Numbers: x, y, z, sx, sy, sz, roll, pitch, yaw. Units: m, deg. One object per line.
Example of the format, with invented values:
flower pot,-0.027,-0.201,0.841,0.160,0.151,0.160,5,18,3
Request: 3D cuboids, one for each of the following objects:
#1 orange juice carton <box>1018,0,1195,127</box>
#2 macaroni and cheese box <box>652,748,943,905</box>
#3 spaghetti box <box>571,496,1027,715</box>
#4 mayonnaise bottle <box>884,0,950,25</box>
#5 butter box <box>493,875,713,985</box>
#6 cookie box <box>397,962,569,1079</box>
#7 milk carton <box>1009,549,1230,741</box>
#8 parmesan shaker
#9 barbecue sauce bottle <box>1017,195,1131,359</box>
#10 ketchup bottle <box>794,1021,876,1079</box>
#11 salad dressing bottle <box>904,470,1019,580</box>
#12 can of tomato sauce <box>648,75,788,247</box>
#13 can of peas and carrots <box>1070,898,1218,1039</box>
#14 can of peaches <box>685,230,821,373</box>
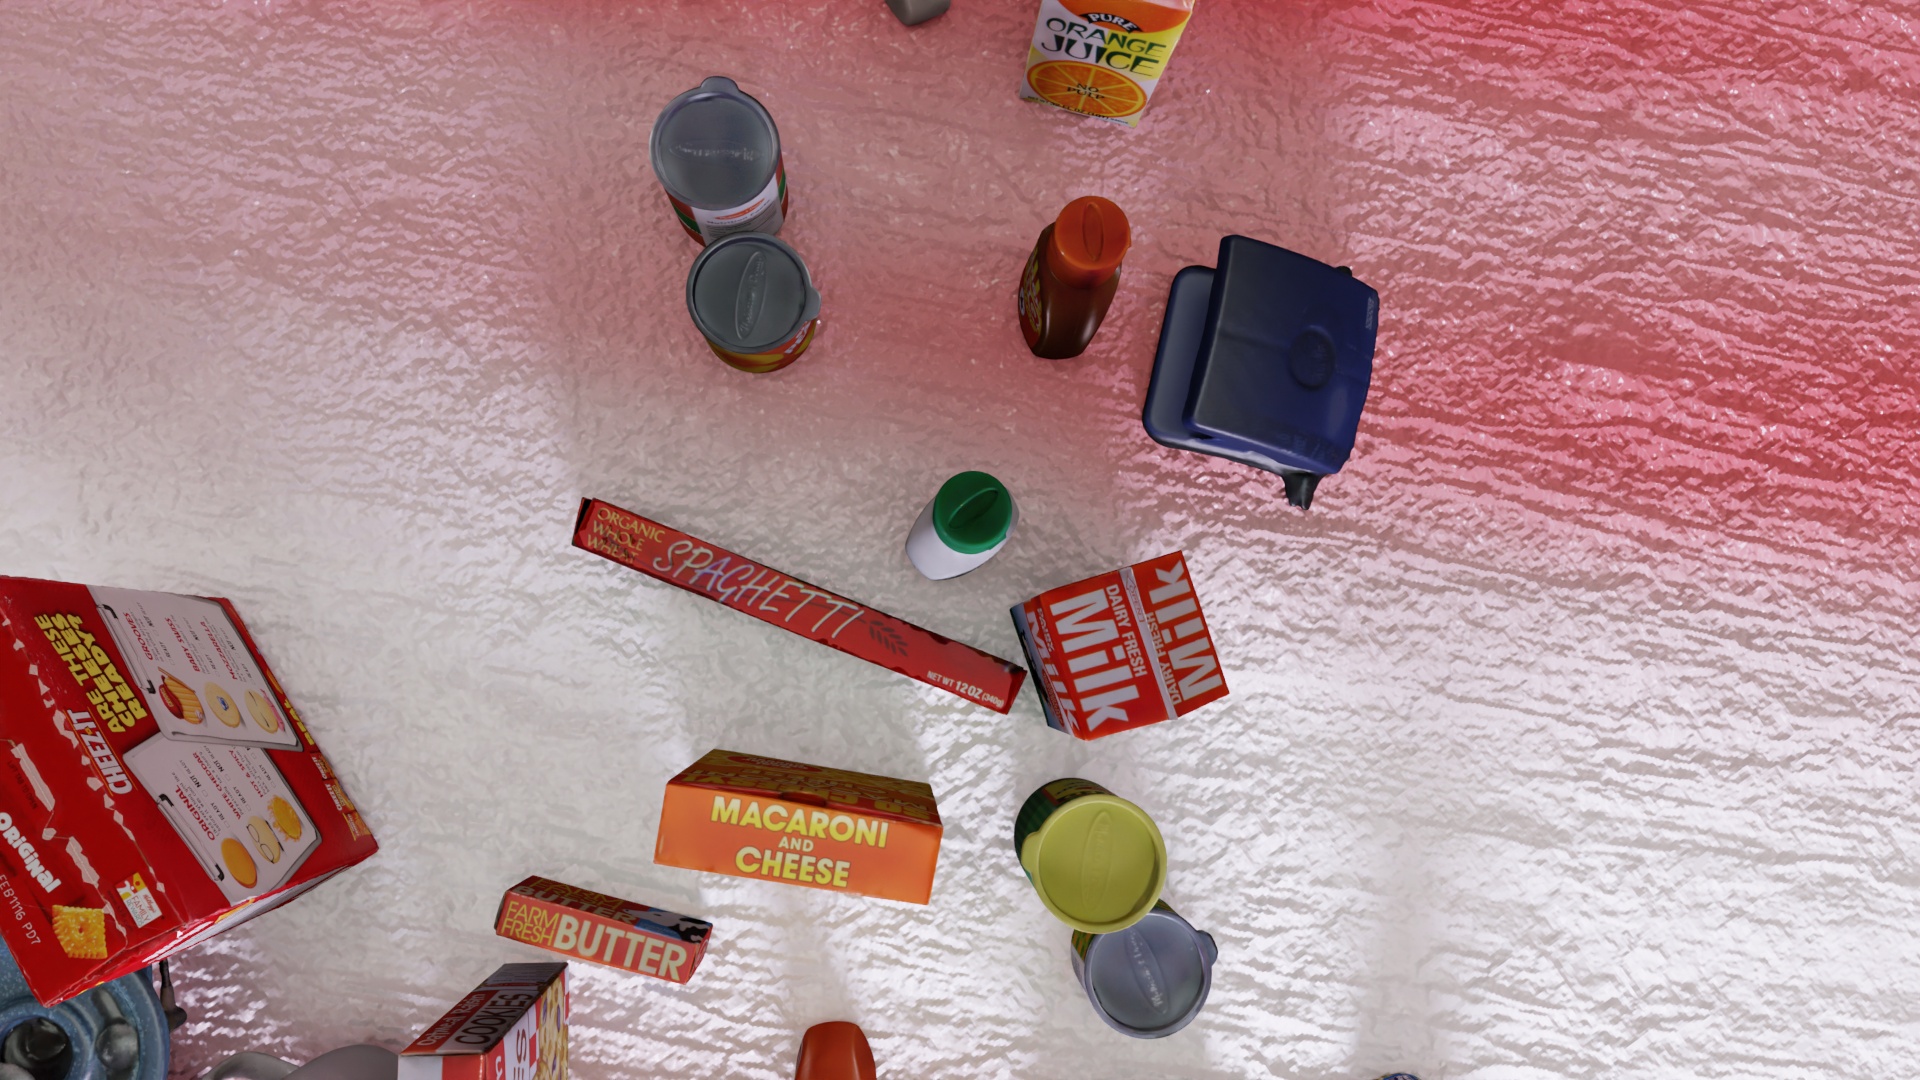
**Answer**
orange juice carton,0.081,-0.288,0.714,0.072,0.192,0.073,14,85,-2
macaroni and cheese box,-0.075,0.135,0.680,0.124,0.166,0.040,10,85,-3
spaghetti box,-0.086,0.036,0.747,0.250,0.050,0.029,21,85,-1
mayonnaise bottle,-0.026,-0.332,0.734,0.041,0.148,0.065,-23,87,-5
butter box,-0.185,0.202,0.725,0.103,0.053,0.024,16,85,-2
cookie box,-0.221,0.281,0.658,0.040,0.167,0.123,0,85,-3
milk carton,0.076,0.052,0.685,0.073,0.190,0.072,-17,87,-5
parmesan shaker,0.061,0.159,0.719,0.071,0.103,0.071,0,85,-3
barbecue sauce bottle,0.058,-0.139,0.722,0.044,0.148,0.065,-3,86,-4
ketchup bottle,-0.063,0.284,0.677,0.043,0.148,0.064,-4,86,-4
salad dressing bottle,0.003,-0.009,0.707,0.064,0.147,0.044,-37,89,-5
can of tomato sauce,-0.128,-0.199,0.749,0.071,0.083,0.071,0,85,-3
can of peas and carrots,0.096,0.222,0.738,0.071,0.058,0.071,0,85,-3
can of peaches,-0.110,-0.127,0.756,0.071,0.058,0.071,0,85,-3
